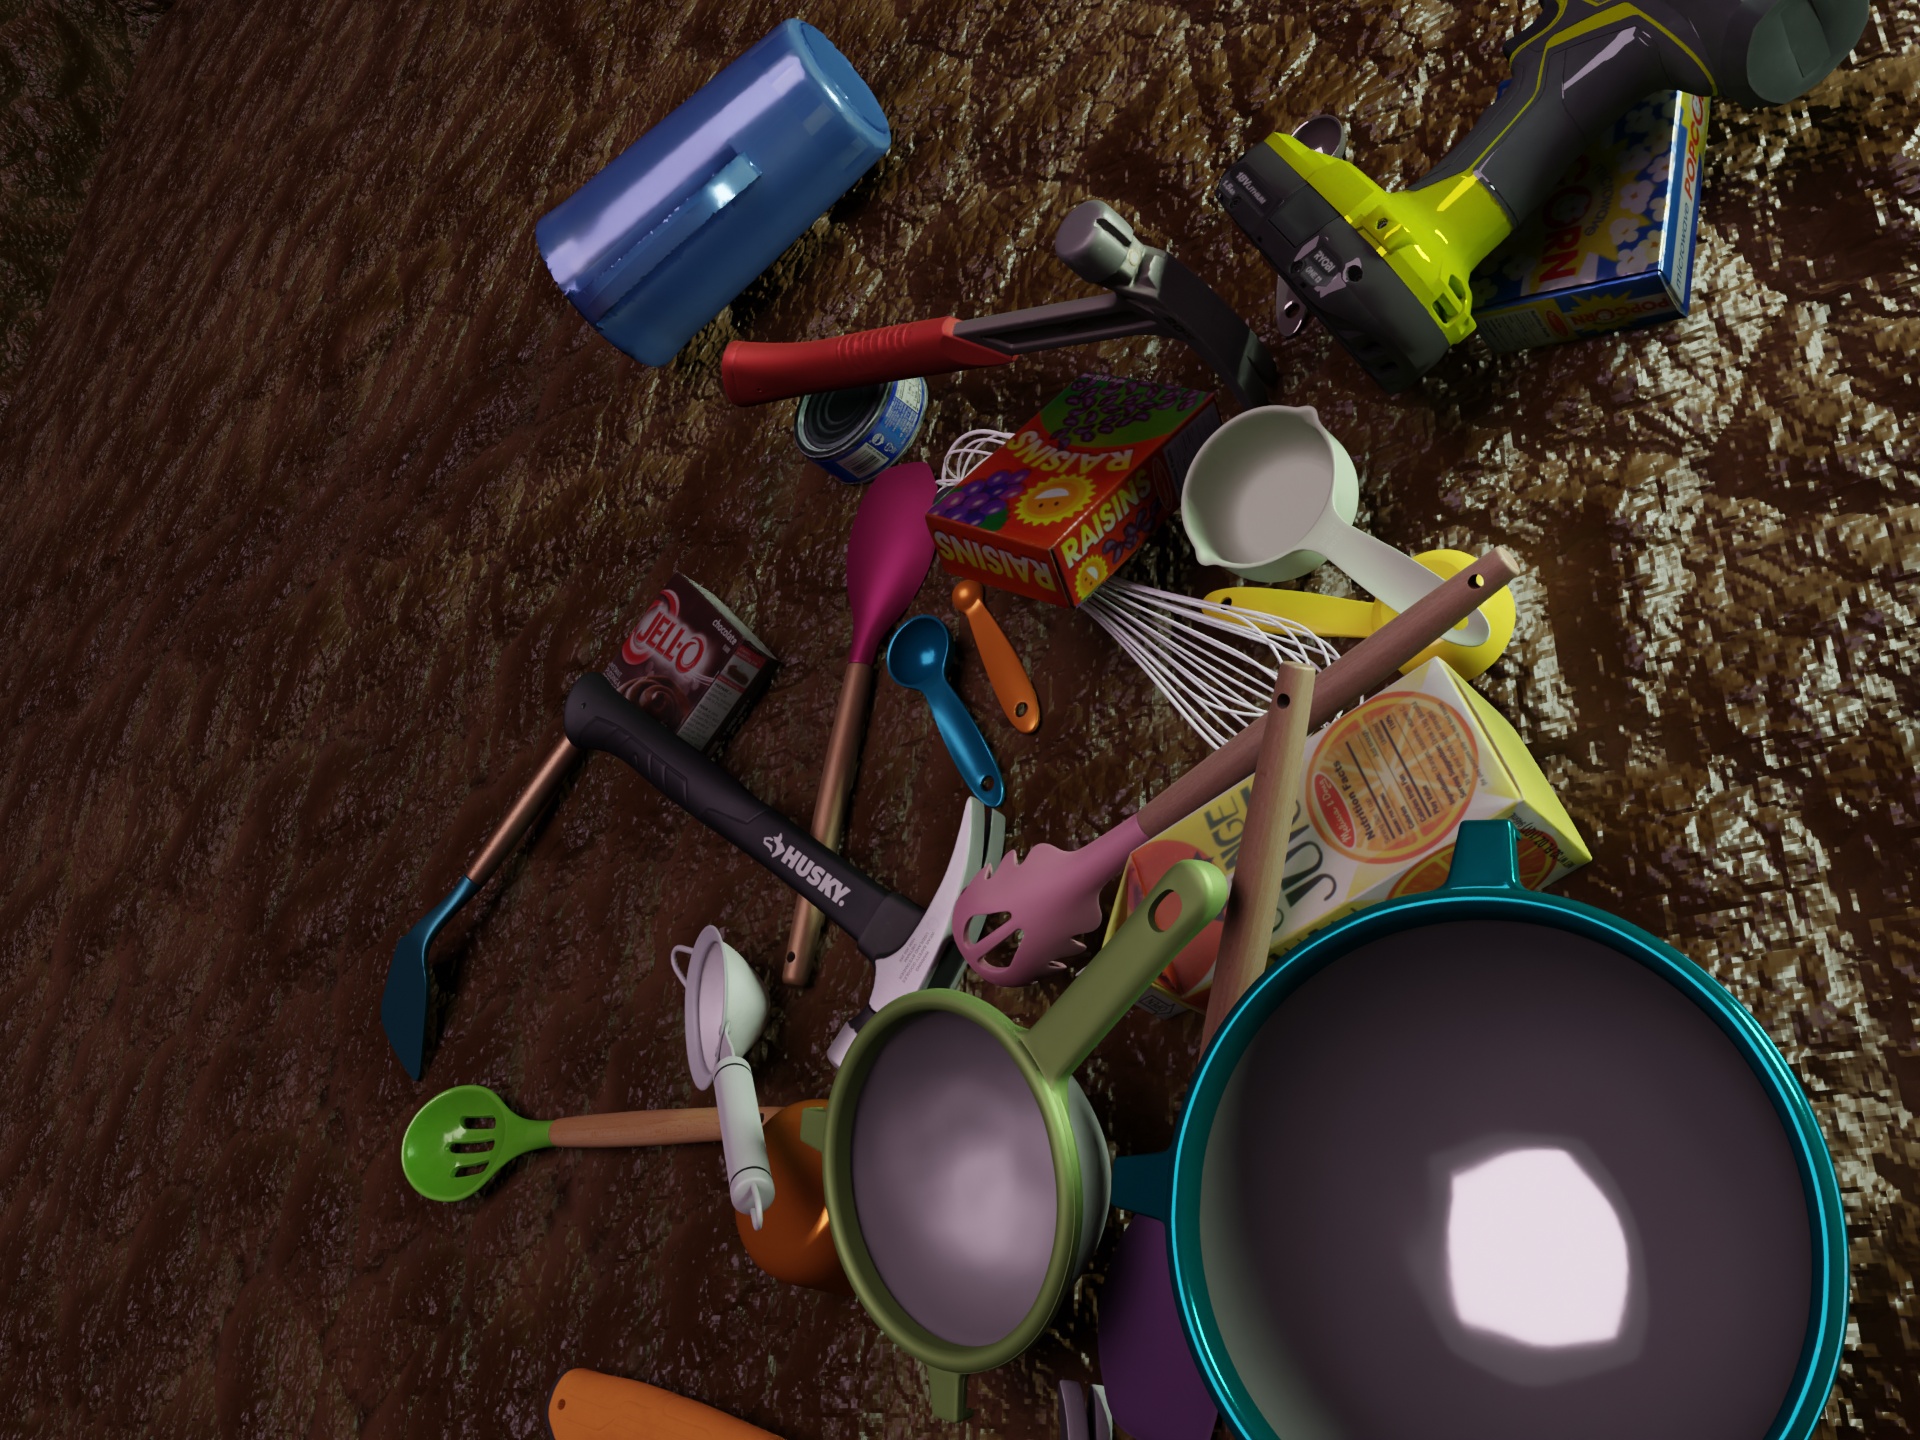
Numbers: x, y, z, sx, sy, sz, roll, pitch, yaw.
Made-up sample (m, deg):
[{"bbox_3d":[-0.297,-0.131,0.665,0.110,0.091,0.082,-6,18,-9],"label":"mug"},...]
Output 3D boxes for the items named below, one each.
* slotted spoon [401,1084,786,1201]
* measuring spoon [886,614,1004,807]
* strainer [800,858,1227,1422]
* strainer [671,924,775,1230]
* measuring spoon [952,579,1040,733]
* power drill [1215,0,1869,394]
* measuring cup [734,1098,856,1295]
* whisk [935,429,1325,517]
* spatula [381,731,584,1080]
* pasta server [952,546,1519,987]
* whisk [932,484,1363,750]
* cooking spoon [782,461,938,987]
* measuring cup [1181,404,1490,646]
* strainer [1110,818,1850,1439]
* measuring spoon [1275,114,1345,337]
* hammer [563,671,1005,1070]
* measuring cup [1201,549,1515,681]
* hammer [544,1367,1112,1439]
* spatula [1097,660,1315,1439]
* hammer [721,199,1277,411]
[{"bbox_3d":[-0.211,0.235,0.903,0.314,0.031,0.070,-14,60,35],"label":"slotted spoon"},{"bbox_3d":[-0.001,-0.003,0.848,0.042,0.021,0.129,-40,56,19],"label":"measuring spoon"},{"bbox_3d":[0.040,0.149,0.642,0.256,0.069,0.152,-54,50,26],"label":"strainer"},{"bbox_3d":[-0.112,0.174,0.786,0.259,0.050,0.087,-126,45,-68],"label":"strainer"},{"bbox_3d":[0.017,-0.036,0.847,0.021,0.011,0.117,-41,46,19],"label":"measuring spoon"},{"bbox_3d":[0.227,-0.269,0.677,0.228,0.080,0.191,-41,46,17],"label":"power drill"},{"bbox_3d":[-0.035,0.203,0.737,0.173,0.052,0.095,-35,48,26],"label":"measuring cup"},{"bbox_3d":[0.081,-0.118,0.814,0.246,0.058,0.059,11,110,42],"label":"whisk"},{"bbox_3d":[-0.304,0.089,1.069,0.317,0.044,0.082,-54,43,-1],"label":"spatula"},{"bbox_3d":[0.101,0.028,0.667,0.316,0.040,0.060,-41,82,31],"label":"pasta server"},{"bbox_3d":[0.074,-0.054,0.755,0.285,0.070,0.070,36,95,42],"label":"whisk"},{"bbox_3d":[-0.061,-0.007,0.898,0.069,0.017,0.319,-5,66,36],"label":"cooking spoon"},{"bbox_3d":[0.166,-0.074,0.684,0.168,0.038,0.083,44,104,37],"label":"measuring cup"},{"bbox_3d":[0.212,0.207,0.486,0.211,0.095,0.341,-48,52,12],"label":"strainer"},{"bbox_3d":[0.179,-0.251,0.816,0.034,0.018,0.124,-1,75,42],"label":"measuring spoon"},{"bbox_3d":[-0.116,0.049,0.871,0.335,0.035,0.146,31,88,38],"label":"hammer"},{"bbox_3d":[0.166,-0.051,0.704,0.157,0.029,0.062,9,75,43],"label":"measuring cup"},{"bbox_3d":[-0.078,0.335,0.720,0.337,0.034,0.127,-5,66,41],"label":"hammer"},{"bbox_3d":[0.096,0.132,0.600,0.060,0.018,0.316,18,103,38],"label":"spatula"},{"bbox_3d":[-0.008,-0.200,0.871,0.359,0.149,0.037,4,71,47],"label":"hammer"}]
